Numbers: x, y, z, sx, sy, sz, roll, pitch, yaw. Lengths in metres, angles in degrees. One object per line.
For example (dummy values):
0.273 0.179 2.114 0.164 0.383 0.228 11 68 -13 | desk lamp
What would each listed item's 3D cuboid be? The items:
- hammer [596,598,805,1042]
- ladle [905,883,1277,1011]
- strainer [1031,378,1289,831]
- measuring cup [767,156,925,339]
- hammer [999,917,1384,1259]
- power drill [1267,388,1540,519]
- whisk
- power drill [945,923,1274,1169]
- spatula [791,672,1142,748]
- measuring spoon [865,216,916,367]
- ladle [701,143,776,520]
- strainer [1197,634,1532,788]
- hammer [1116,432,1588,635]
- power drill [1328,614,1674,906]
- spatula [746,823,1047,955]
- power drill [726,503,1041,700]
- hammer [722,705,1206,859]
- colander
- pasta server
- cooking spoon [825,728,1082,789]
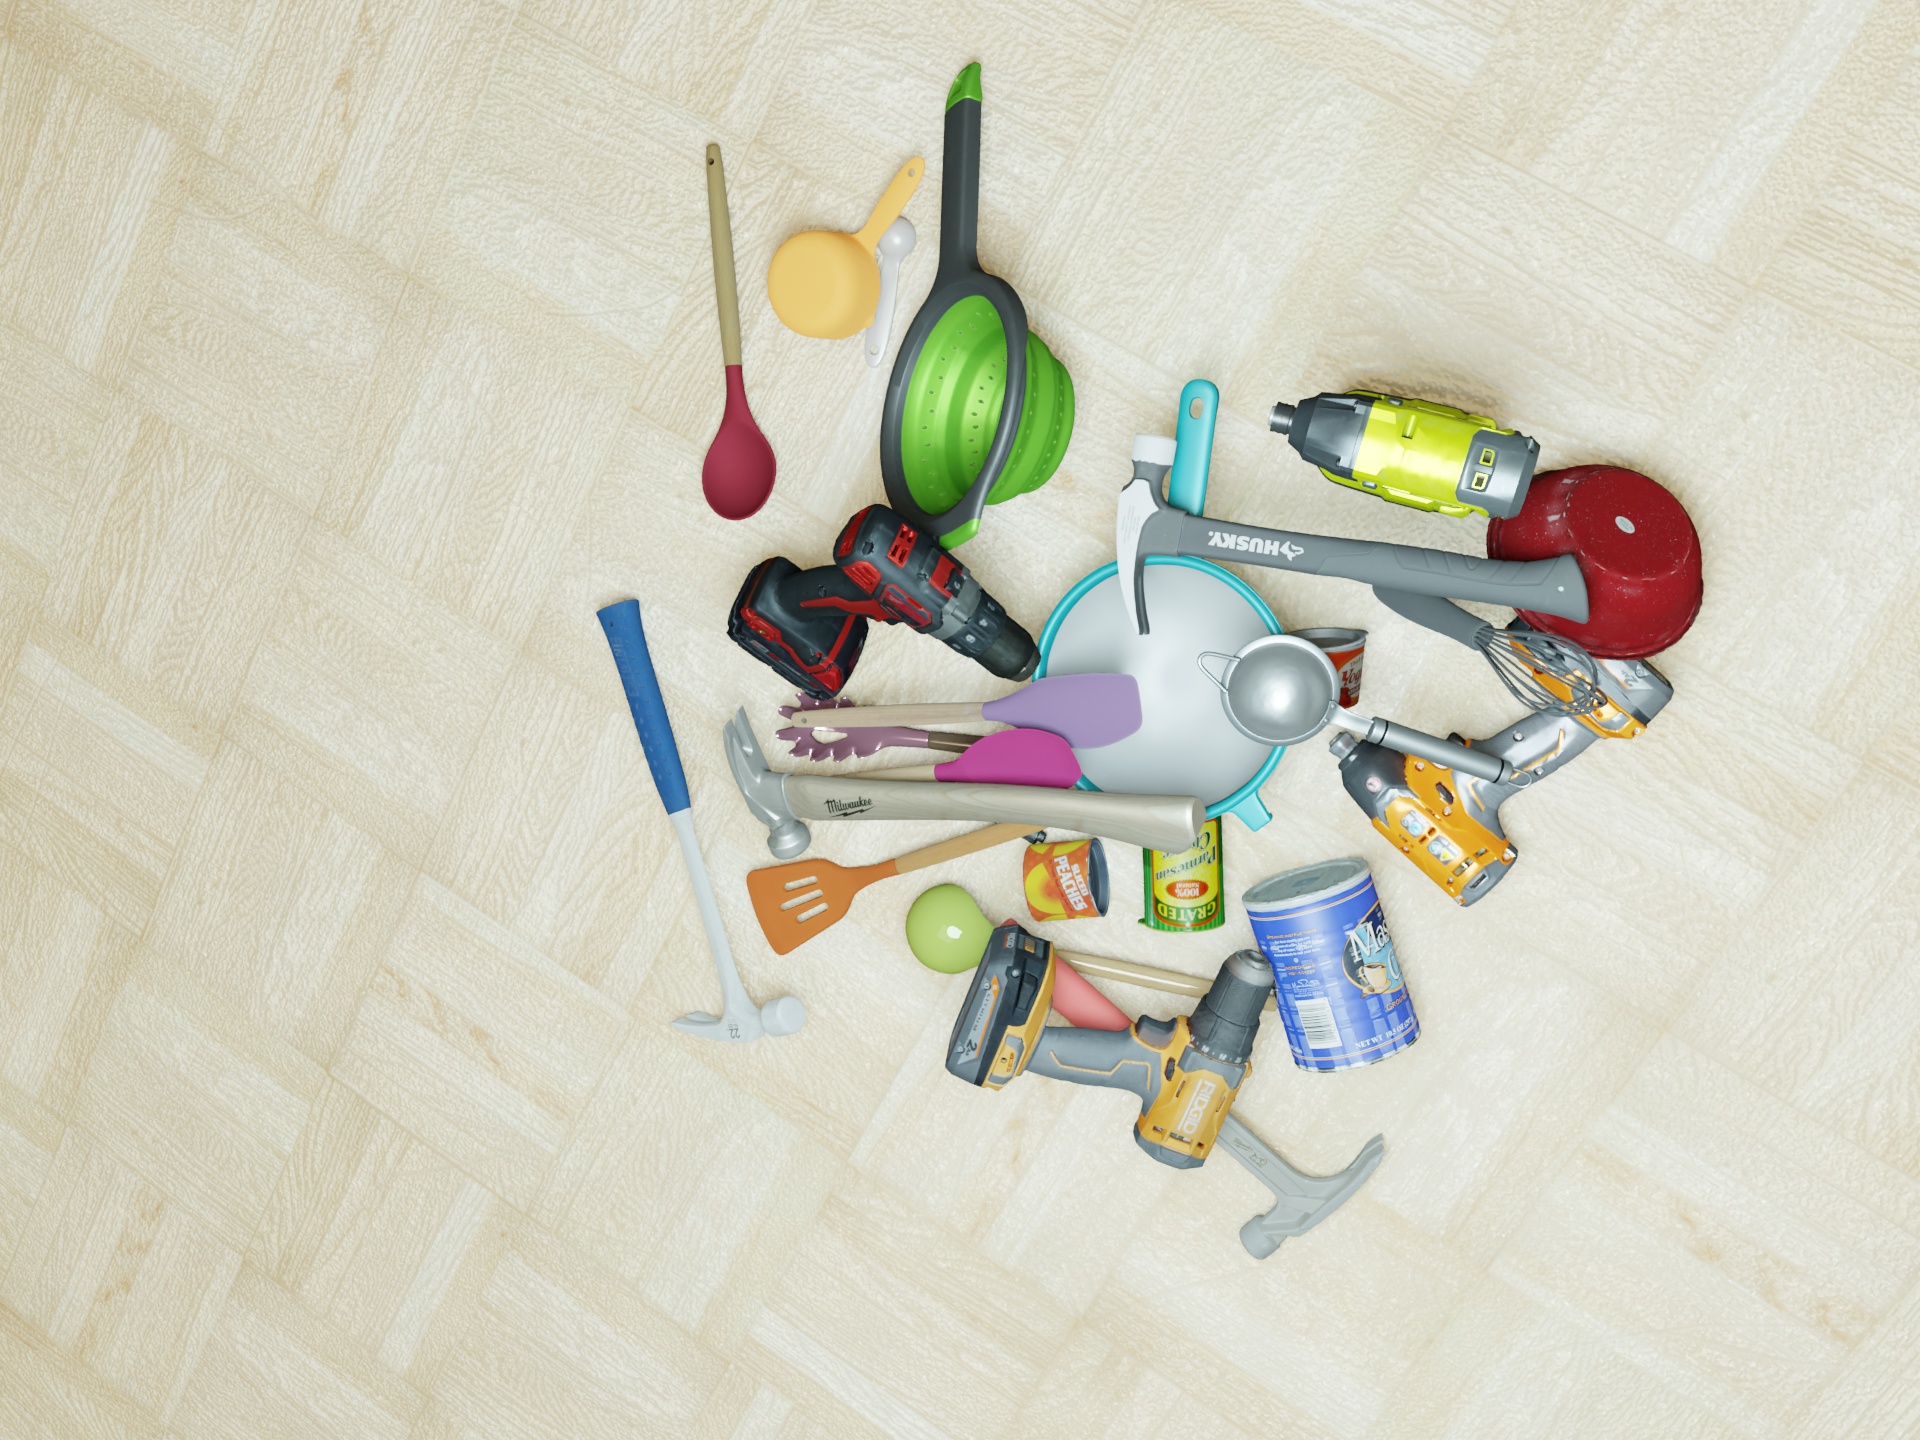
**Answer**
-0.253 0.093 1.421 0.144 0.035 0.405 -17 89 38 | hammer
0.108 0.203 1.346 0.320 0.062 0.078 11 100 8 | ladle
0.176 -0.091 1.242 0.211 0.095 0.340 10 101 23 | strainer
-0.091 -0.385 1.286 0.095 0.052 0.173 47 119 10 | measuring cup
0.172 0.285 1.308 0.359 0.037 0.149 42 108 -3 | hammer
0.310 -0.192 1.121 0.171 0.223 0.080 17 103 13 | power drill
0.372 -0.060 1.145 0.055 0.239 0.055 -10 117 -21 | whisk
0.121 0.235 1.244 0.226 0.084 0.185 21 108 -1 | power drill
-0.002 -0.004 1.279 0.316 0.018 0.059 -2 103 28 | spatula
-0.064 -0.354 1.316 0.034 0.018 0.124 15 103 14 | measuring spoon
-0.198 -0.329 1.356 0.069 0.031 0.315 -3 96 14 | ladle
0.294 0.004 1.151 0.258 0.050 0.086 19 114 -3 | strainer
0.272 -0.110 1.130 0.335 0.035 0.146 12 98 19 | hammer
0.400 0.010 1.204 0.164 0.084 0.226 43 111 8 | power drill
-0.036 0.121 1.360 0.322 0.041 0.081 -20 92 25 | spatula
-0.061 -0.079 1.264 0.187 0.080 0.227 37 151 -27 | power drill
-0.005 0.058 1.273 0.411 0.038 0.146 1 128 29 | hammer
0.027 -0.320 1.256 0.204 0.094 0.397 -11 75 58 | colander
-0.002 0.020 1.346 0.316 0.040 0.060 7 89 14 | pasta server
-0.038 0.045 1.321 0.319 0.017 0.068 -8 121 36 | cooking spoon
